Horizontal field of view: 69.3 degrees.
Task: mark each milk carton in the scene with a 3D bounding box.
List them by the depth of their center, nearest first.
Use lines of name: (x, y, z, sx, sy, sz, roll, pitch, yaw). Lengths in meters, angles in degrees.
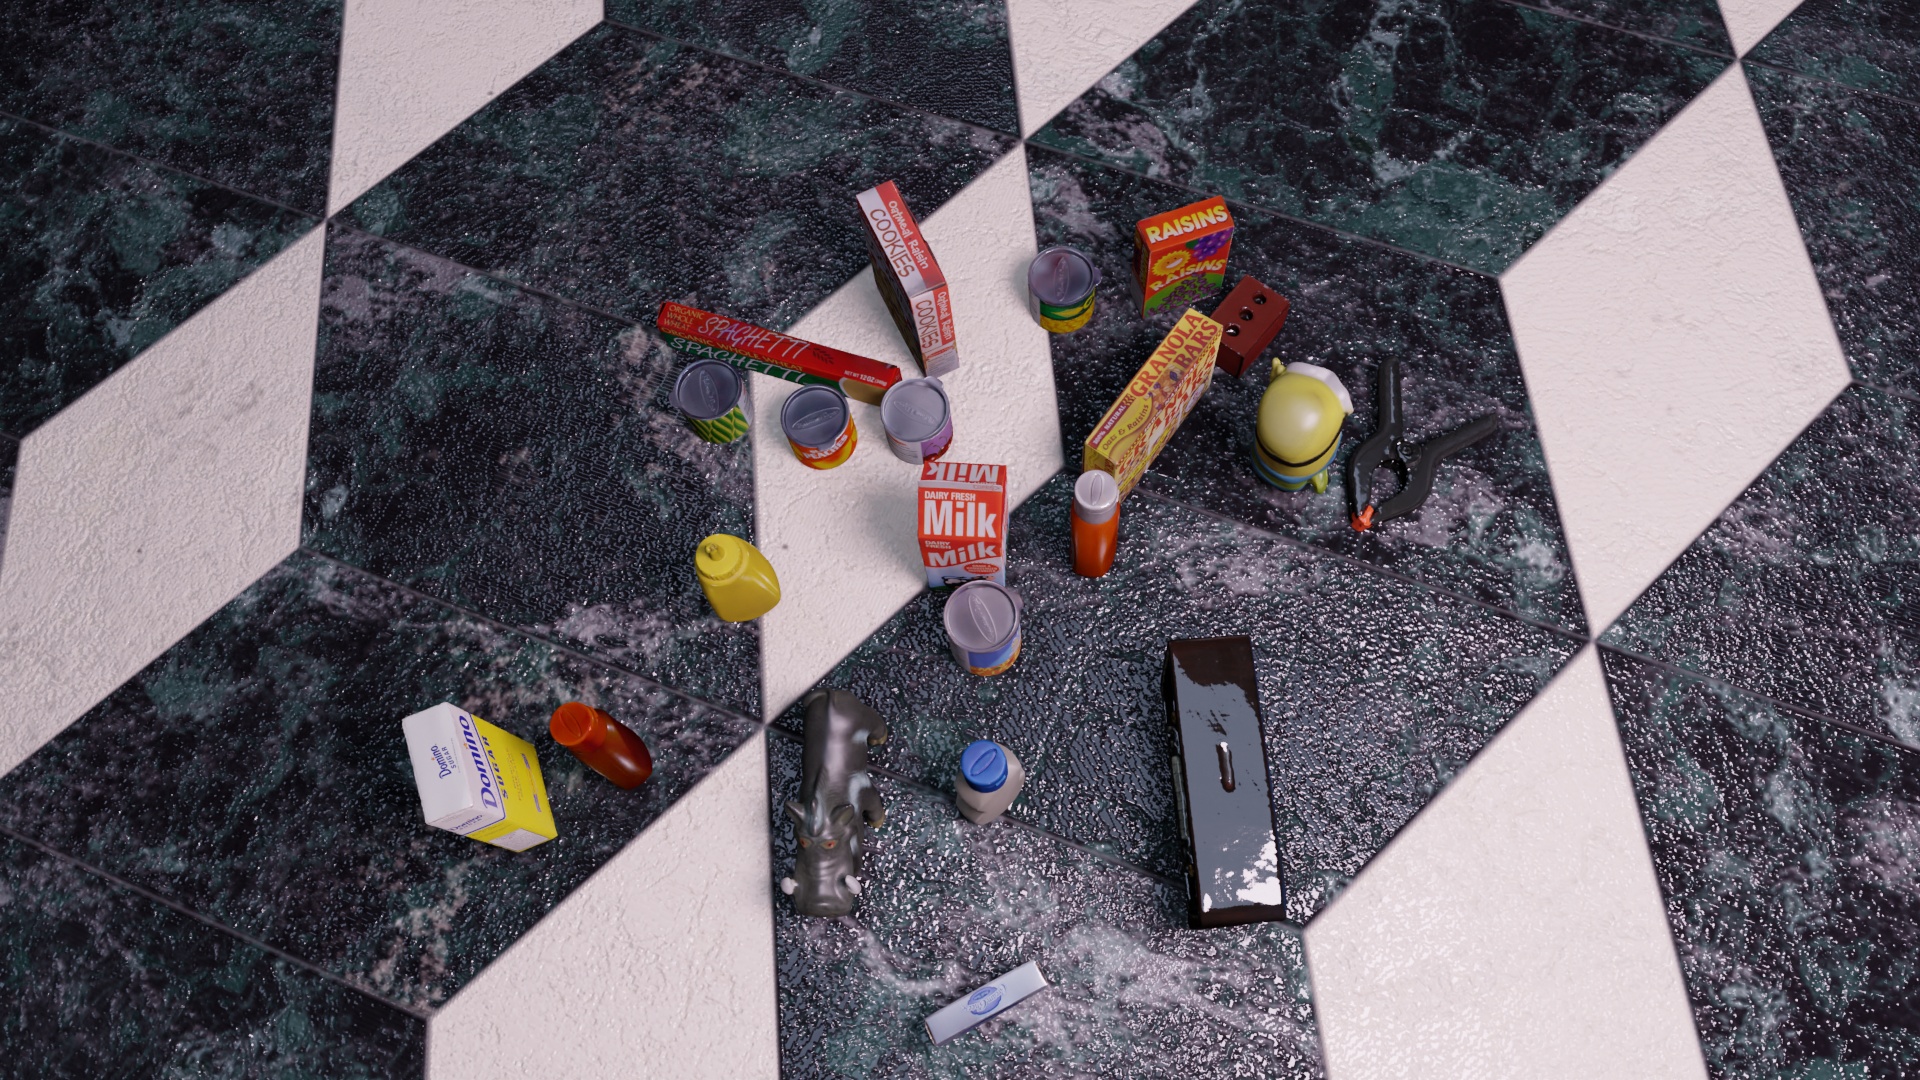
milk carton: (0.004, -0.015, 1.213, 0.072, 0.190, 0.073, 3, 70, 5)

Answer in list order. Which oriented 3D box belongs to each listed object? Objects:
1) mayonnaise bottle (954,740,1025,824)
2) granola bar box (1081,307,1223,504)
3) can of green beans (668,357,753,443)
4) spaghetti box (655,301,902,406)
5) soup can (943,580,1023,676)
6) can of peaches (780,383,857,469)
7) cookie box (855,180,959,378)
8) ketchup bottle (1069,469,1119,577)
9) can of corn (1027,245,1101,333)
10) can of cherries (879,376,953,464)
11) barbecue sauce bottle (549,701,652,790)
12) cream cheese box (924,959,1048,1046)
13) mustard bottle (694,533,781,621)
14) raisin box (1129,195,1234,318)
mayonnaise bottle: (0.023, 0.198, 1.155, 0.041, 0.147, 0.065, 42, 78, 16)
granola bar box: (0.173, -0.118, 1.275, 0.039, 0.124, 0.166, 34, 76, 15)
can of green beans: (-0.238, -0.134, 1.343, 0.071, 0.057, 0.071, -1, 70, 3)
spaghetti box: (-0.178, -0.181, 1.361, 0.250, 0.050, 0.029, 17, 72, 10)
soup can: (0.023, 0.078, 1.233, 0.071, 0.083, 0.071, -1, 70, 3)
can of peaches: (-0.134, -0.106, 1.326, 0.071, 0.058, 0.071, -1, 70, 3)
cookie box: (-0.047, -0.242, 1.313, 0.040, 0.167, 0.123, -25, 70, -5)
ketchup bottle: (0.119, -0.018, 1.229, 0.043, 0.148, 0.065, 7, 71, 6)
can of corn: (0.102, -0.245, 1.362, 0.071, 0.058, 0.071, -1, 70, 3)
can of cherries: (-0.039, -0.114, 1.323, 0.071, 0.058, 0.072, -1, 70, 3)
barbecue sauce bottle: (-0.308, 0.171, 1.186, 0.044, 0.148, 0.065, -36, 72, -9)
cream cheese box: (0.022, 0.379, 1.138, 0.104, 0.053, 0.024, -27, 71, -6)
mustard bottle: (-0.202, 0.028, 1.226, 0.065, 0.159, 0.049, -22, 70, -4)
raisin box: (0.210, -0.270, 1.330, 0.086, 0.123, 0.040, -18, 70, -3)
